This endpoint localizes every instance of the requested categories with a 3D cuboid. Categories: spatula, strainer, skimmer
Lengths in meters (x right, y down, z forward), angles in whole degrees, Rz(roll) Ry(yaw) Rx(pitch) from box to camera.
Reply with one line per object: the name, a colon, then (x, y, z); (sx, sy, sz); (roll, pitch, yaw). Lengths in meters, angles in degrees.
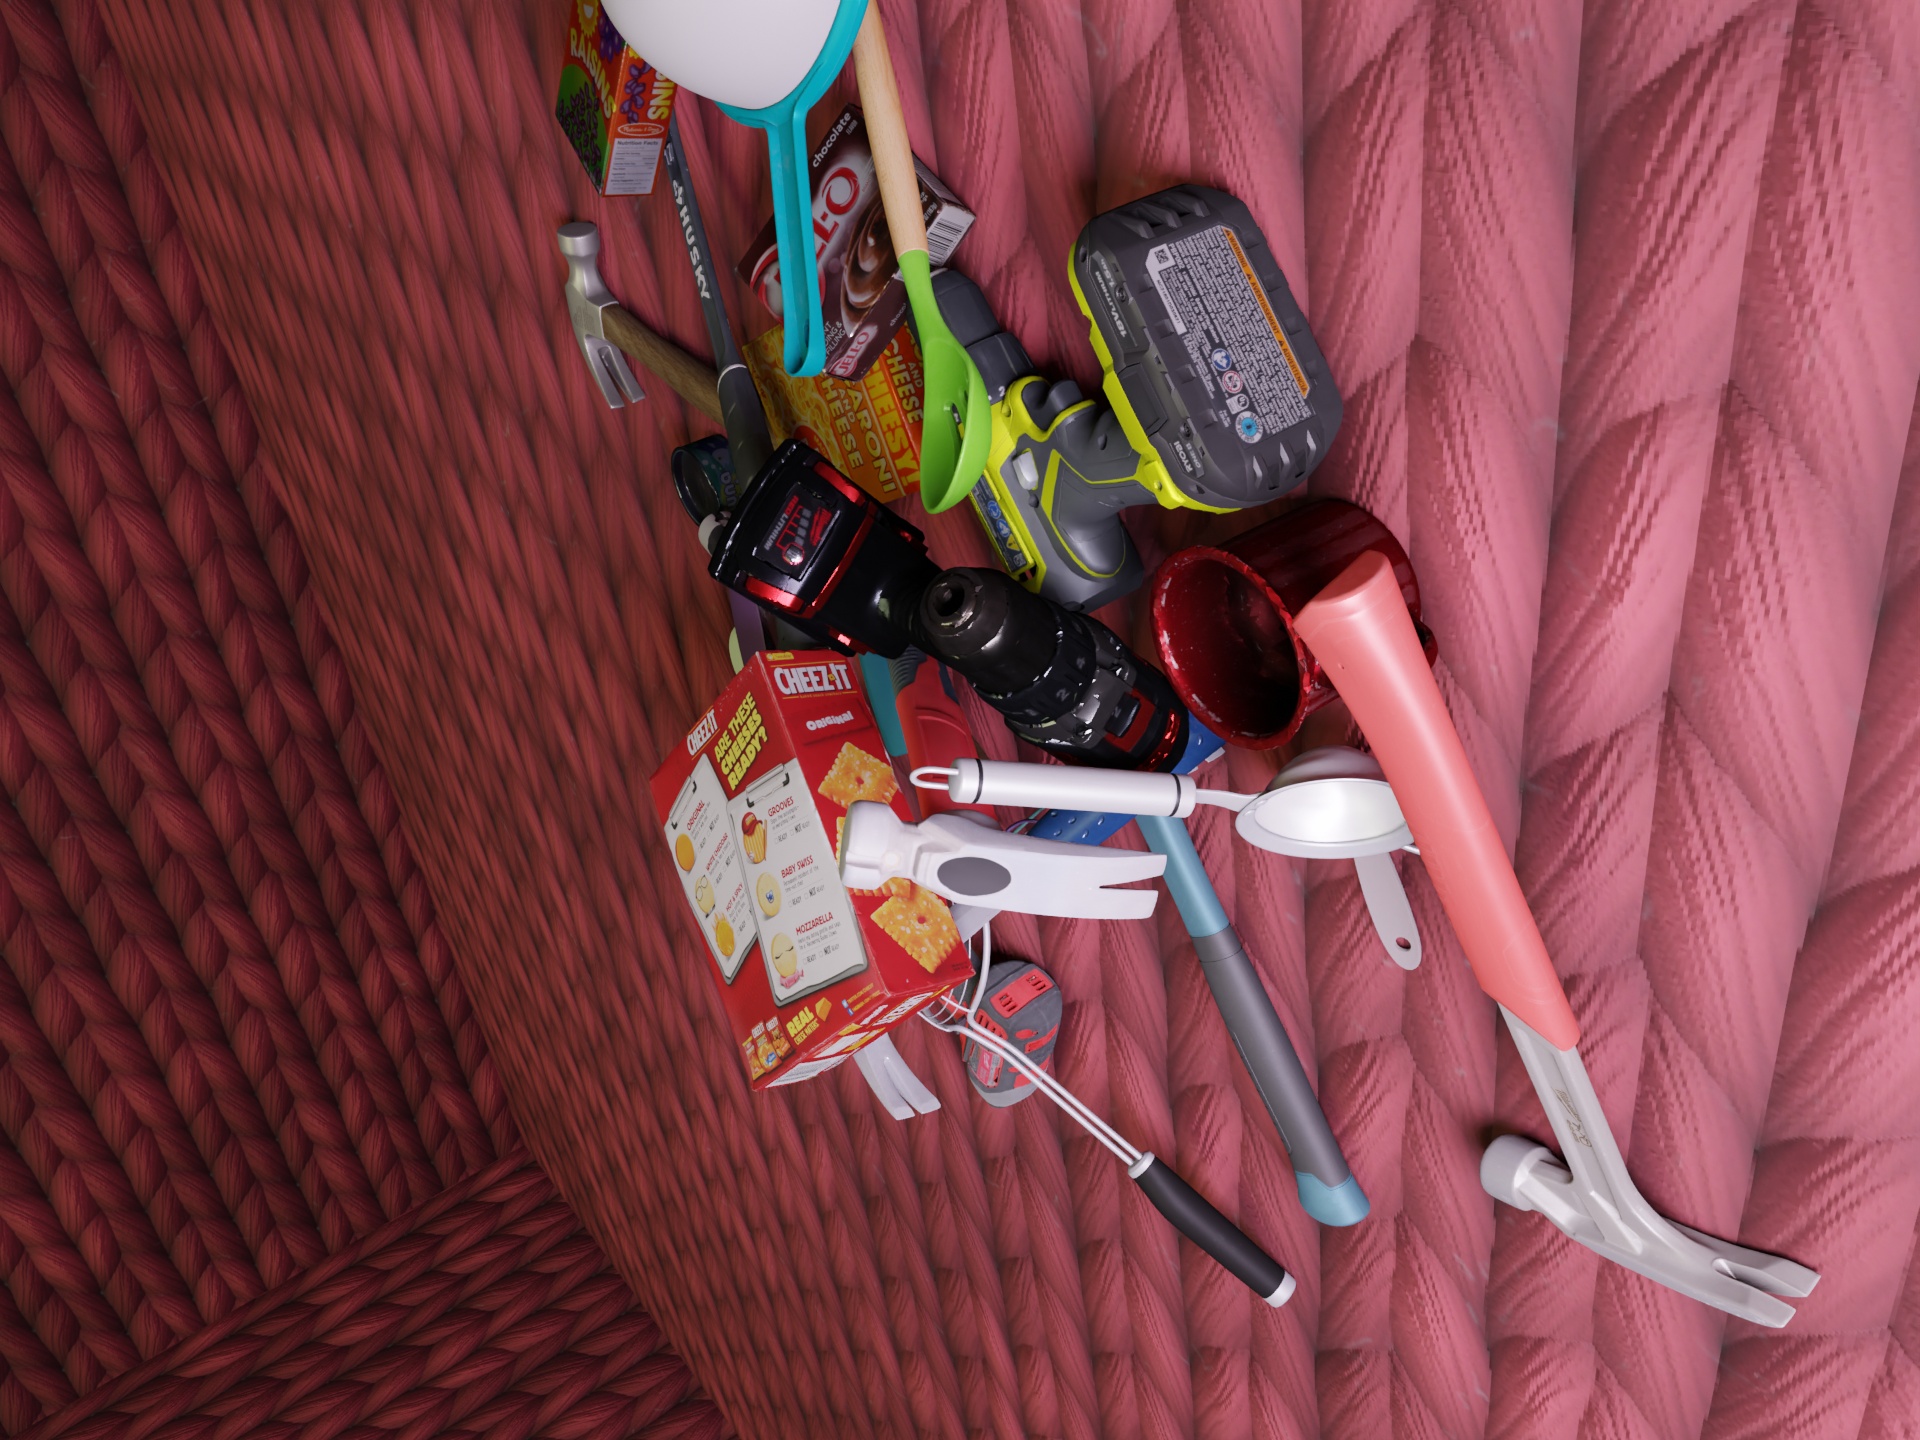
spatula: (-0.130, 0.023, 1.095); (0.060, 0.018, 0.315); (49, 153, 44)
strainer: (0.102, 0.031, 0.691); (0.086, 0.258, 0.050); (126, 144, -58)
skimmer: (0.083, 0.222, 1.019); (0.363, 0.090, 0.127); (41, 142, 2)
strainer: (-0.124, -0.341, 0.784); (0.211, 0.095, 0.340); (1, 99, 54)
spatula: (-0.017, 0.011, 0.985); (0.318, 0.044, 0.082); (-131, 24, -75)

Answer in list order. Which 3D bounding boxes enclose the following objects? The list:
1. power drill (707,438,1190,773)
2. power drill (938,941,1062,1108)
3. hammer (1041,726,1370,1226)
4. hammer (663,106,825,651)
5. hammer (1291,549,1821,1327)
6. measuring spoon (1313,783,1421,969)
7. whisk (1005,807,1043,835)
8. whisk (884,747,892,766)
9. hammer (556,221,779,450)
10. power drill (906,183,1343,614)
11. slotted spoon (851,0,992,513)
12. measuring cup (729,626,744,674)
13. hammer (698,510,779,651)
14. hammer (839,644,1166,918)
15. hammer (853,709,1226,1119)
power drill: (-0.015, -0.052, 0.733); (0.227, 0.080, 0.187); (31, 180, 35)
power drill: (-0.017, 0.184, 1.168); (0.220, 0.078, 0.143); (42, 146, 29)
hammer: (0.144, 0.129, 0.887); (0.331, 0.033, 0.128); (65, 153, -3)
hammer: (-0.142, -0.229, 0.984); (0.149, 0.036, 0.409); (-25, 79, 60)
hammer: (0.224, 0.092, 0.636); (0.149, 0.037, 0.358); (12, 137, 57)
measuring spoon: (0.200, 0.065, 0.759); (0.034, 0.018, 0.124); (-5, 117, 39)
whisk: (0.026, 0.083, 1.024); (0.245, 0.047, 0.051); (161, 97, -70)
whisk: (-0.110, -0.045, 1.160); (0.058, 0.059, 0.246); (-22, 90, 24)
hammer: (-0.197, -0.247, 1.149); (0.332, 0.031, 0.130); (39, 144, 38)
power drill: (0.058, -0.153, 0.746); (0.190, 0.080, 0.228); (64, 155, -3)
slotted spoon: (-0.026, -0.246, 0.763); (0.070, 0.031, 0.314); (138, 124, -62)
measuring cup: (-0.126, -0.011, 1.219); (0.168, 0.038, 0.083); (56, 152, 18)
hammer: (-0.138, 0.022, 1.177); (0.146, 0.035, 0.334); (47, 147, 46)
hammer: (-0.001, -0.003, 0.856); (0.387, 0.143, 0.038); (-107, 28, -67)
hammer: (0.038, 0.086, 0.874); (0.405, 0.035, 0.144); (-45, 61, 41)
